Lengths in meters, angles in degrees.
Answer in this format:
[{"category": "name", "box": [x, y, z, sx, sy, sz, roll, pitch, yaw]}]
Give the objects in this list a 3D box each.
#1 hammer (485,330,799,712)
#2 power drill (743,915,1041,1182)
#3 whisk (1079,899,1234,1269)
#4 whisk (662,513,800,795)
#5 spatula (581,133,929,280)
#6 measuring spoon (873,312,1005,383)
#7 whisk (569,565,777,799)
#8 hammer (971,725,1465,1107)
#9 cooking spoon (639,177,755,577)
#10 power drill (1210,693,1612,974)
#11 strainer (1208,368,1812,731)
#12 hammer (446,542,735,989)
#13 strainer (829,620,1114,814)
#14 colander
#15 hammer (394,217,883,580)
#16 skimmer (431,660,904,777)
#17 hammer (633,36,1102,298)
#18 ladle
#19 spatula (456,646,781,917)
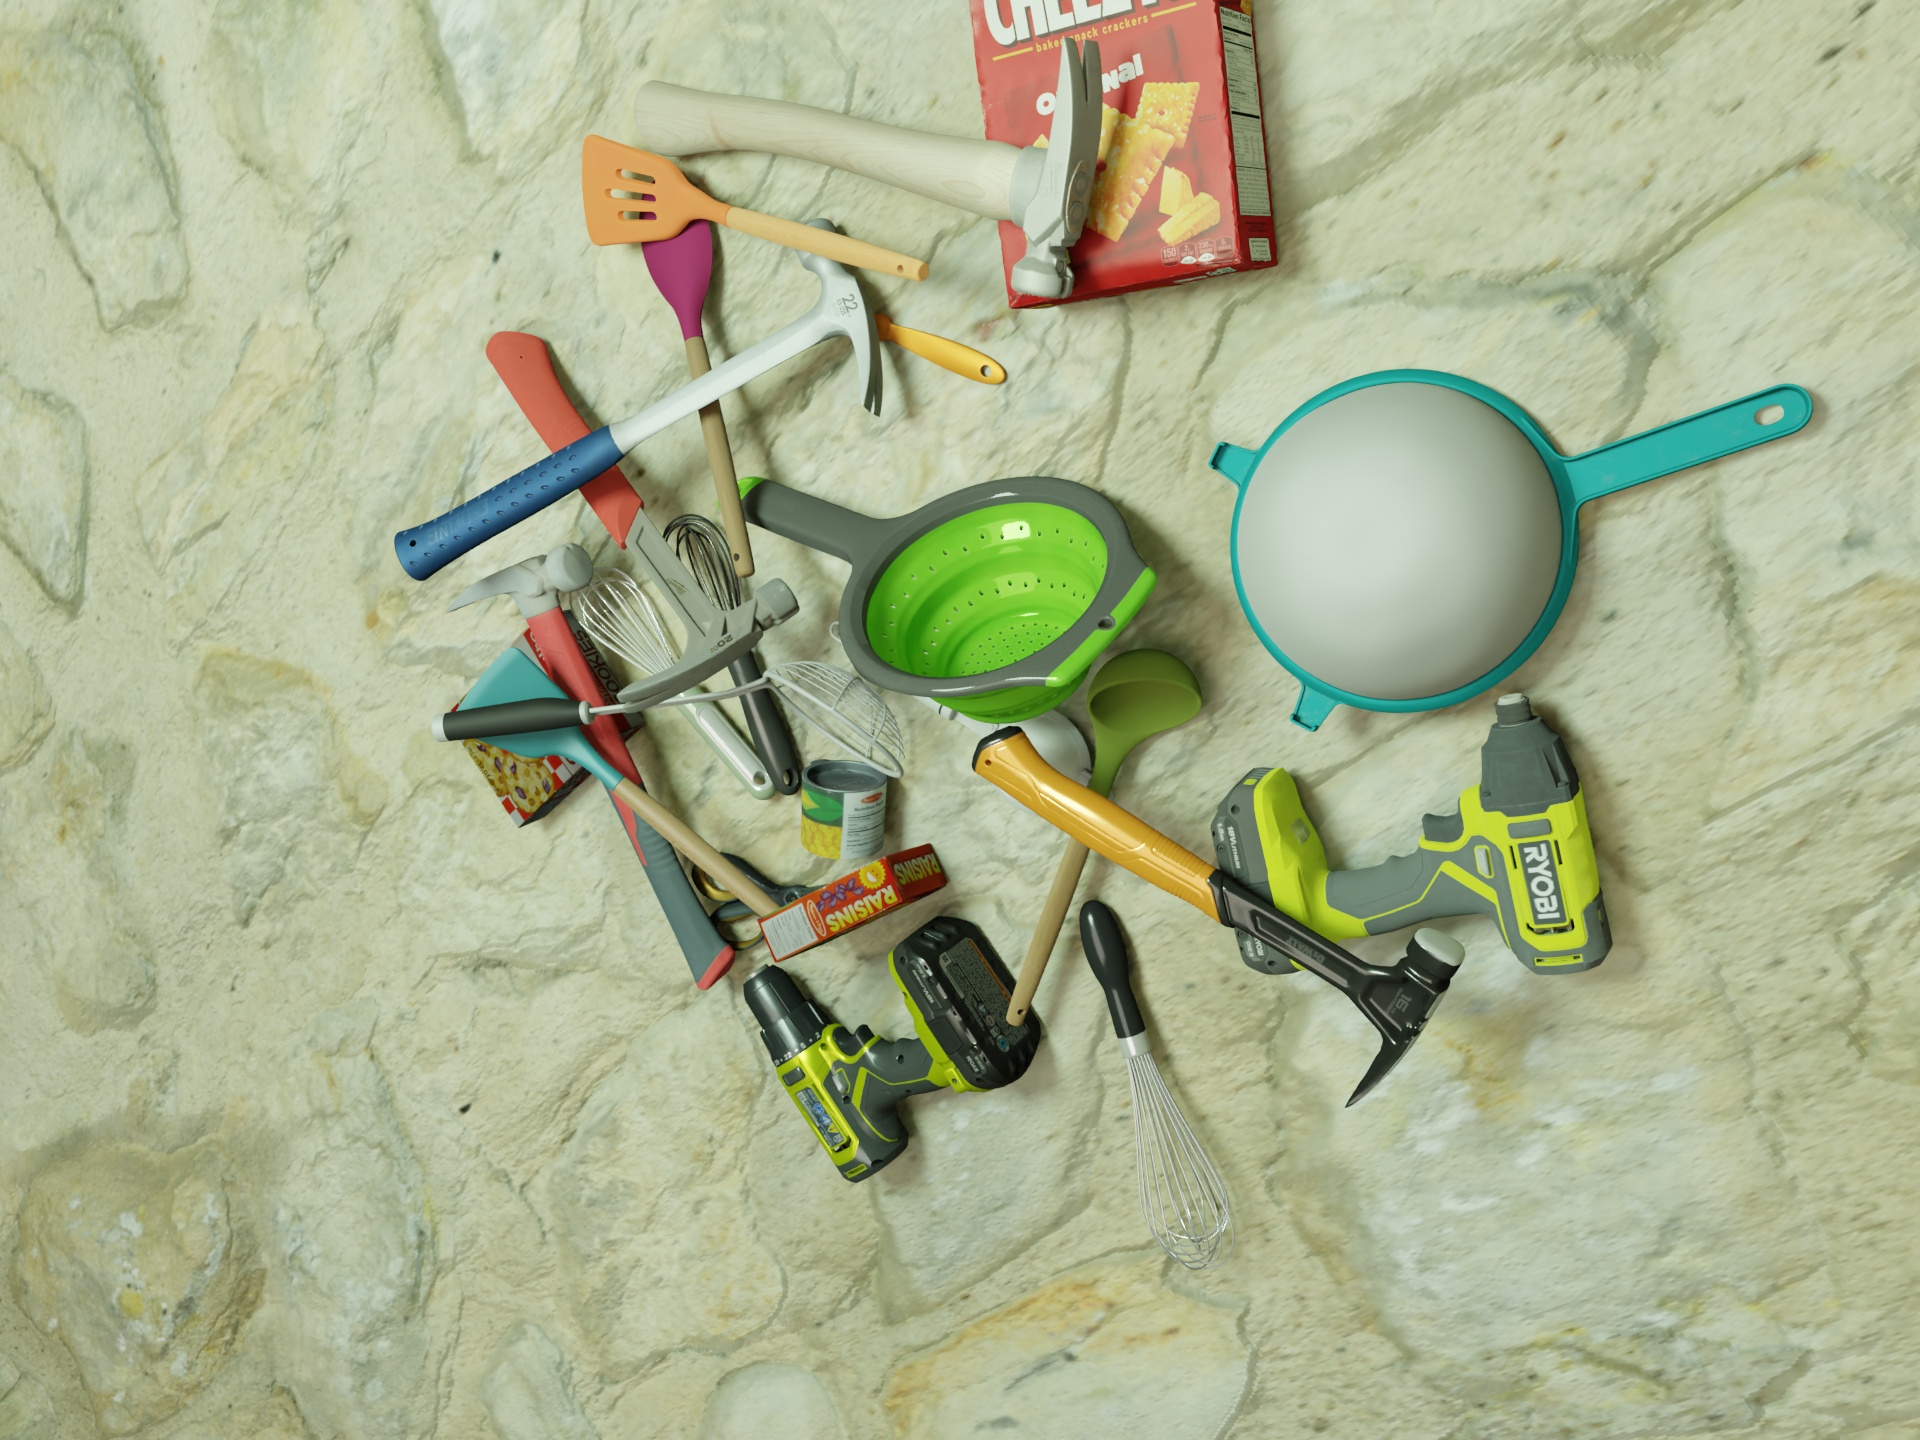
[{"category": "hammer", "box": [-0.279, -0.171, 1.227, 0.359, 0.149, 0.036, 51, 165, 23]}, {"category": "power drill", "box": [-0.065, 0.249, 1.270, 0.228, 0.080, 0.190, -36, 86, 36]}, {"category": "whisk", "box": [0.137, 0.268, 1.170, 0.070, 0.070, 0.284, -18, 90, 33]}, {"category": "whisk", "box": [-0.178, -0.049, 1.263, 0.055, 0.055, 0.239, -16, 100, 33]}, {"category": "spatula", "box": [-0.150, -0.345, 1.111, 0.323, 0.041, 0.081, 26, 126, 34]}, {"category": "measuring spoon", "box": [-0.019, -0.262, 1.124, 0.117, 0.011, 0.021, 27, 117, 21]}, {"category": "whisk", "box": [-0.233, -0.031, 1.301, 0.246, 0.058, 0.059, 49, 158, 4]}, {"category": "hammer", "box": [0.146, 0.108, 1.028, 0.337, 0.034, 0.127, 32, 118, 19]}, {"category": "cooking spoon", "box": [-0.193, -0.259, 1.184, 0.069, 0.017, 0.319, -19, 81, 33]}, {"category": "power drill", "box": [0.283, 0.080, 1.016, 0.223, 0.080, 0.171, -10, 99, 29]}, {"category": "strainer", "box": [0.305, -0.123, 0.915, 0.340, 0.095, 0.211, -18, 87, 29]}, {"category": "hammer", "box": [-0.294, 0.051, 1.322, 0.143, 0.038, 0.386, -15, 104, 32]}, {"category": "strainer", "box": [-0.002, -0.004, 1.178, 0.259, 0.050, 0.086, 34, 120, 21]}, {"category": "colander", "box": [-0.030, -0.092, 1.133, 0.397, 0.204, 0.094, 25, 153, 39]}, {"category": "hammer", "box": [-0.240, -0.206, 1.165, 0.405, 0.035, 0.144, -26, 80, 13]}, {"category": "skimmer", "box": [-0.224, 0.015, 1.204, 0.363, 0.127, 0.090, -6, 72, 5]}, {"category": "hammer", "box": [-0.078, -0.393, 1.054, 0.411, 0.038, 0.146, 26, 118, 35]}, {"category": "ladle", "box": [0.088, 0.092, 1.129, 0.078, 0.062, 0.320, 11, 113, -16]}, {"category": "spatula", "box": [-0.255, 0.070, 1.261, 0.317, 0.044, 0.082, 39, 92, 2]}]
